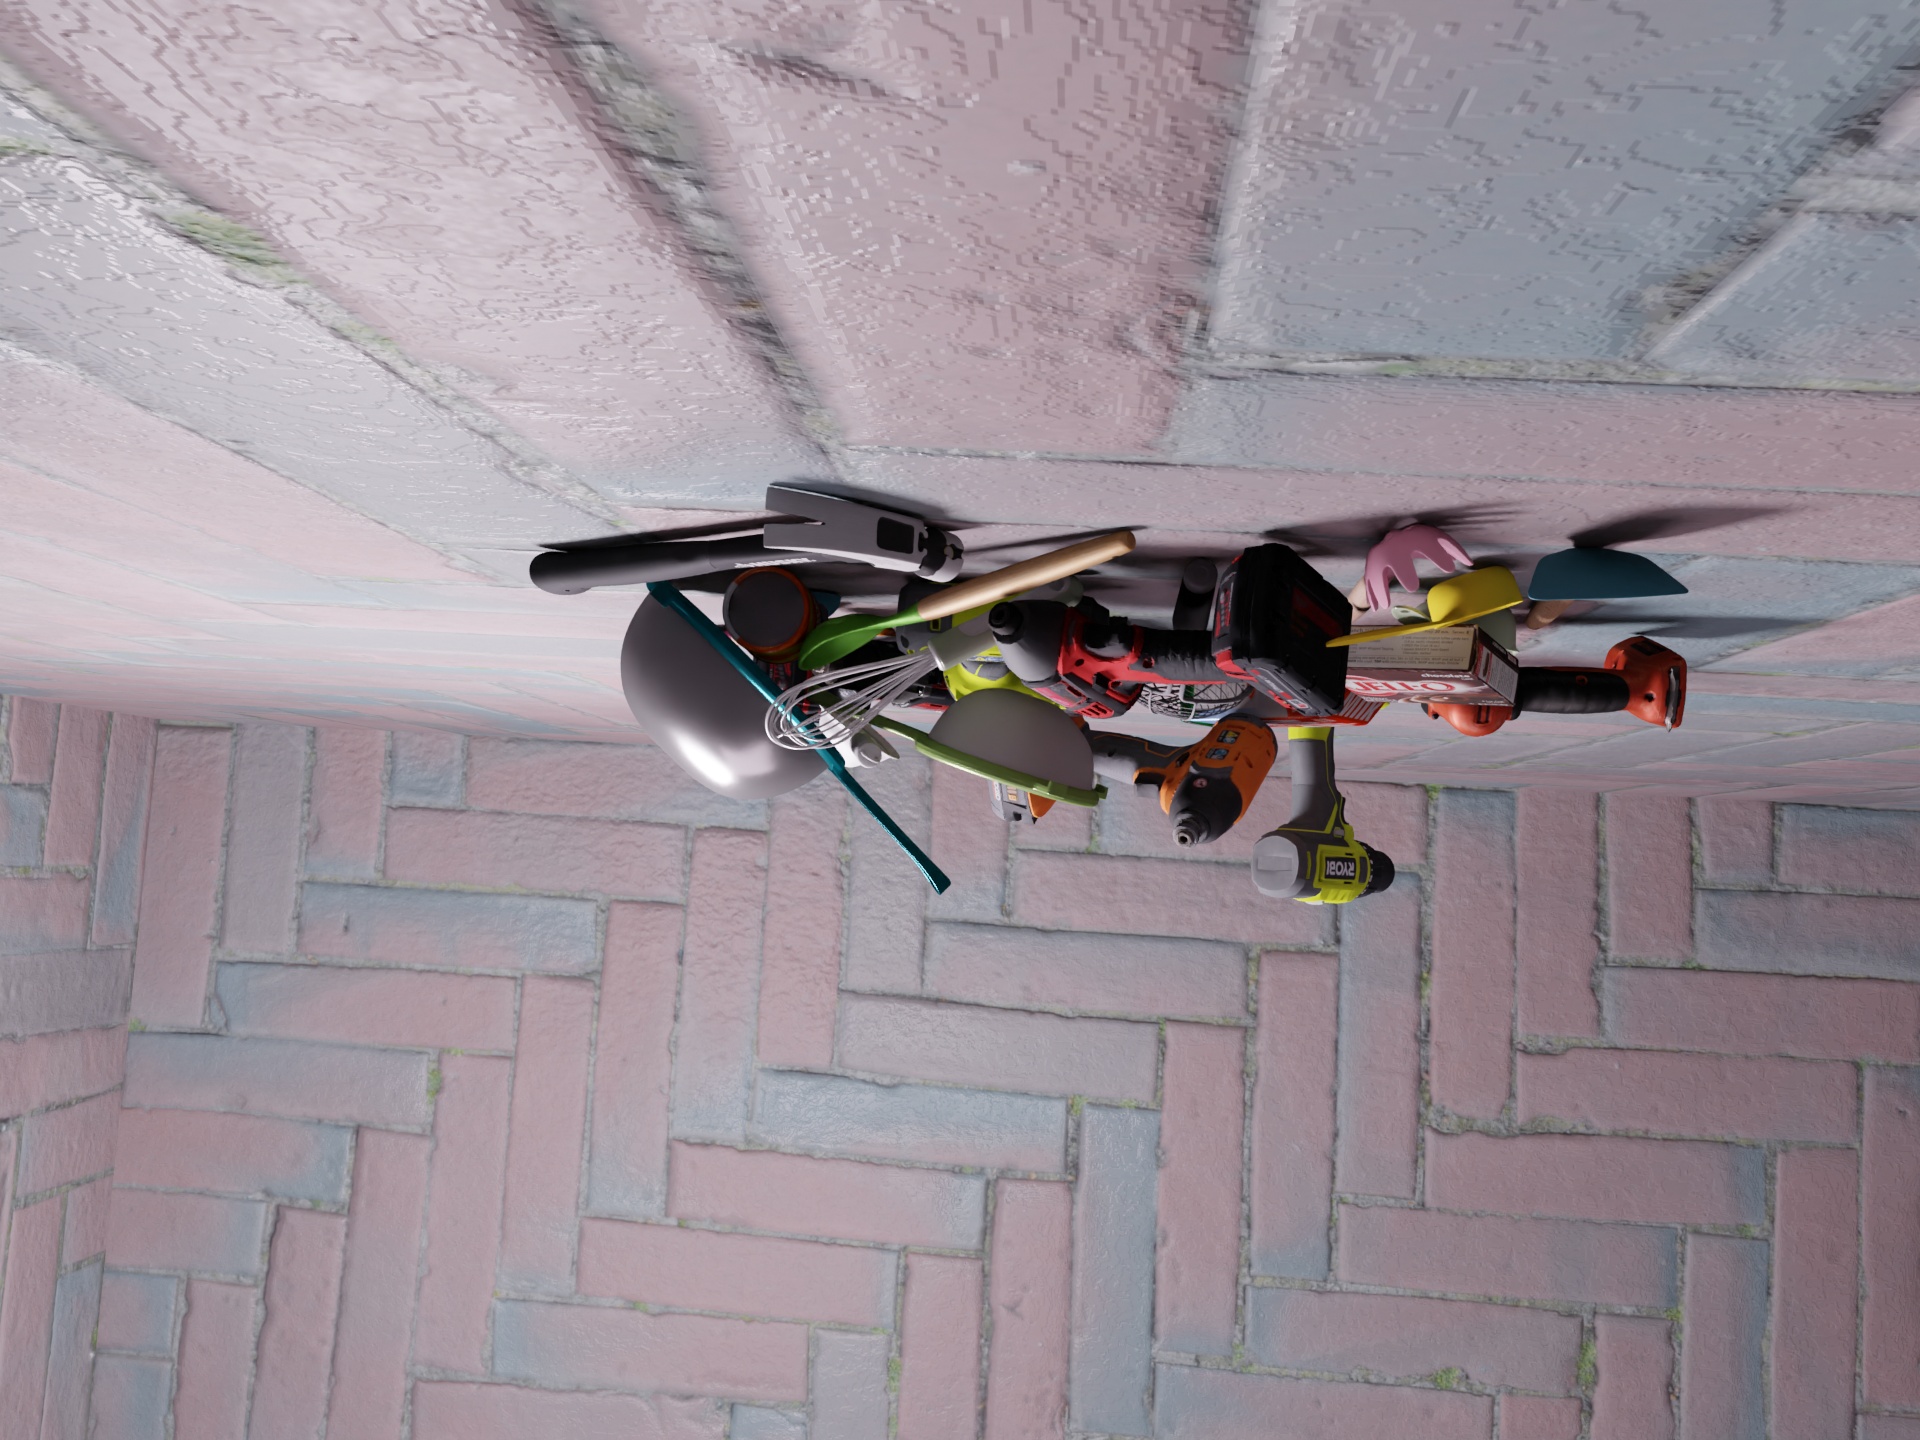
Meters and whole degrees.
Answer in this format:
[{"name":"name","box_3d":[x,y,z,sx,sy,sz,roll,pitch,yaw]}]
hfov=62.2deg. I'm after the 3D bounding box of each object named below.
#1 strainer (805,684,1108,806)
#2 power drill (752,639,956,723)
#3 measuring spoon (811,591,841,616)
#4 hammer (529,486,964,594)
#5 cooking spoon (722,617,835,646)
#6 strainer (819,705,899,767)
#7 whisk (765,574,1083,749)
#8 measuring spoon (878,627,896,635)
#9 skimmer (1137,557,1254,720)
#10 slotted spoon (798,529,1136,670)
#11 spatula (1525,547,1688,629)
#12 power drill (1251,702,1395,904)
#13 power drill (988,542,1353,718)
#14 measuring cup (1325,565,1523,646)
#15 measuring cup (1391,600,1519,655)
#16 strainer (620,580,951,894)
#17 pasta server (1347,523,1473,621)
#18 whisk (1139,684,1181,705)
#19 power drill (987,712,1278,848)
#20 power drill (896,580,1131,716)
[{"name":"strainer","box_3d":[-0.002,-0.004,1.255,0.256,0.069,0.151,20,-177,18]},{"name":"power drill","box_3d":[-0.105,-0.042,1.470,0.187,0.080,0.227,7,175,-42]},{"name":"measuring spoon","box_3d":[-0.126,-0.088,1.316,0.042,0.021,0.128,4,175,-12]},{"name":"hammer","box_3d":[-0.171,-0.109,1.045,0.335,0.035,0.146,0,174,38]},{"name":"cooking spoon","box_3d":[-0.191,-0.078,1.453,0.068,0.017,0.319,4,178,-34]},{"name":"strainer","box_3d":[-0.084,0.019,1.297,0.087,0.050,0.258,35,179,-8]},{"name":"whisk","box_3d":[-0.025,-0.043,1.122,0.246,0.058,0.059,-26,133,-2]},{"name":"measuring spoon","box_3d":[-0.019,-0.081,1.417,0.117,0.011,0.021,-1,-177,8]},{"name":"skimmer","box_3d":[0.177,-0.076,1.221,0.127,0.090,0.363,15,166,8]},{"name":"slotted spoon","box_3d":[-0.005,-0.082,1.077,0.314,0.031,0.070,-15,-178,44]},{"name":"spatula","box_3d":[0.387,-0.075,1.017,0.082,0.044,0.317,-2,175,13]},{"name":"power drill","box_3d":[0.349,0.058,1.487,0.080,0.228,0.190,-2,173,44]},{"name":"power drill","box_3d":[0.130,-0.051,1.037,0.220,0.079,0.143,-4,159,38]},{"name":"measuring cup","box_3d":[0.285,-0.071,0.994,0.156,0.029,0.062,-12,174,-29]},{"name":"measuring cup","box_3d":[0.338,-0.074,1.117,0.083,0.038,0.167,0,170,35]},{"name":"strainer","box_3d":[-0.151,0.038,1.242,0.340,0.095,0.211,47,173,-11]},{"name":"pasta server","box_3d":[0.272,-0.083,1.031,0.060,0.040,0.316,-27,173,5]},{"name":"whisk","box_3d":[0.240,-0.040,1.536,0.238,0.055,0.055,1,177,-36]},{"name":"power drill","box_3d":[0.139,0.047,1.354,0.226,0.084,0.164,6,-149,26]},{"name":"power drill","box_3d":[0.050,-0.058,1.261,0.171,0.080,0.223,3,172,7]}]
